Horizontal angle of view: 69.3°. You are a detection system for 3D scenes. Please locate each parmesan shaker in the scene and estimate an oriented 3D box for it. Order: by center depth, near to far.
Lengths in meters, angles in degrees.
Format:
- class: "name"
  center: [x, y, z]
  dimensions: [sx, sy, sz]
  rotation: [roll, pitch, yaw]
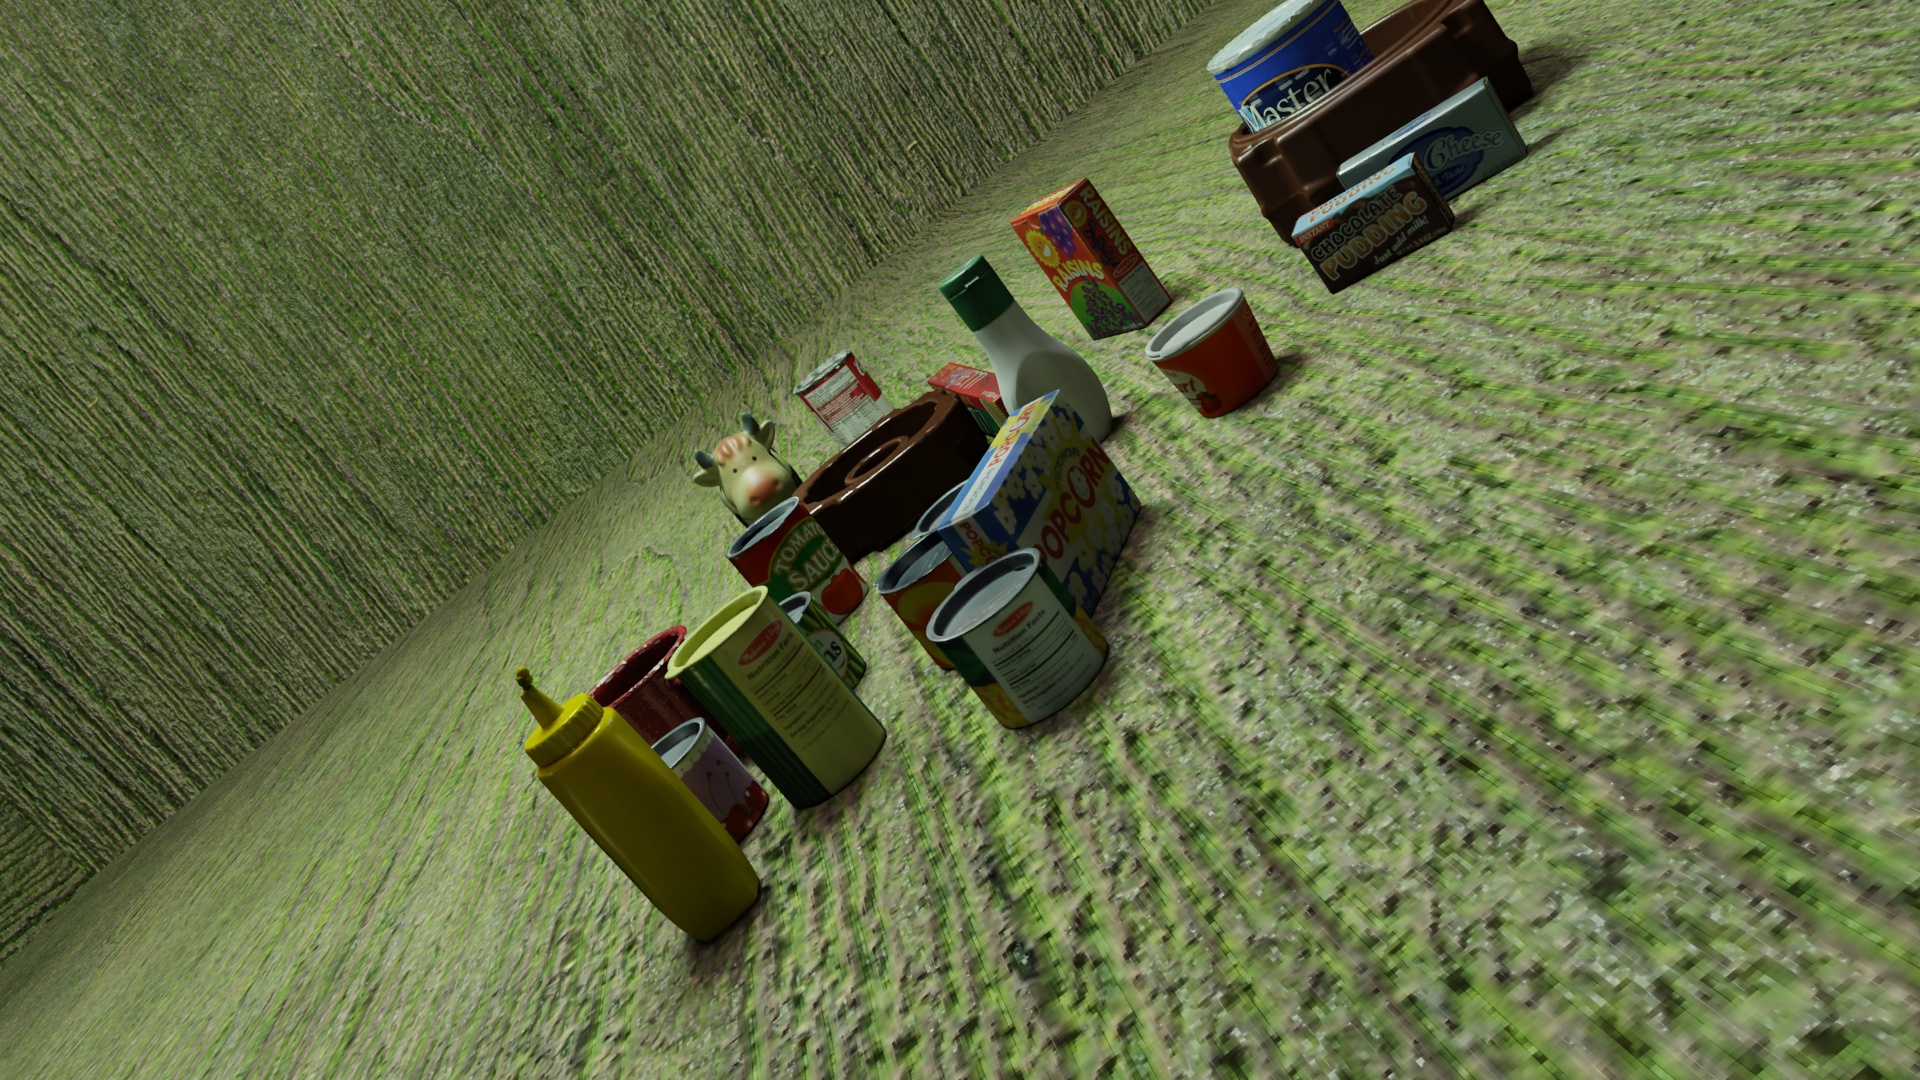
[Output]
- class: "parmesan shaker"
  center: [-0.099, 0.086, 0.739]
  dimensions: [0.071, 0.103, 0.071]
  rotation: [-35, 16, 12]

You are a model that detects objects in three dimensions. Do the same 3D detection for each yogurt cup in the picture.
- class: "yogurt cup"
  center: [0.153, -0.111, 0.833]
  dimensions: [0.072, 0.054, 0.072]
  rotation: [-35, 16, 12]

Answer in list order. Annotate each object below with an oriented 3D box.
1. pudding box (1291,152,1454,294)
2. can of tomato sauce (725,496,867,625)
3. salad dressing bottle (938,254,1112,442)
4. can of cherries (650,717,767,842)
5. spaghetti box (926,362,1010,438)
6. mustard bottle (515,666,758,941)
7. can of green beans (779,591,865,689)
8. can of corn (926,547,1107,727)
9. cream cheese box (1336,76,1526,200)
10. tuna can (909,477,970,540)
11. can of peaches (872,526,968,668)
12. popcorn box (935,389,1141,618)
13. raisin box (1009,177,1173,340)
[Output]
- class: "pudding box"
  center: [0.254, -0.196, 0.859]
  dimensions: [0.083, 0.049, 0.030]
  rotation: [-27, 19, 34]
- class: "can of tomato sauce"
  center: [-0.115, 0.021, 0.991]
  dimensions: [0.071, 0.083, 0.071]
  rotation: [-35, 16, 12]
- class: "salad dressing bottle"
  center: [0.043, -0.122, 0.931]
  dimensions: [0.064, 0.147, 0.044]
  rotation: [-38, 16, 0]
- class: "can of cherries"
  center: [-0.152, 0.144, 0.773]
  dimensions: [0.071, 0.058, 0.072]
  rotation: [-35, 16, 12]
- class: "spaghetti box"
  center: [0.021, -0.112, 1.127]
  dimensions: [0.029, 0.050, 0.250]
  rotation: [-39, 16, -4]
- class: "mustard bottle"
  center: [-0.164, 0.123, 0.673]
  dimensions: [0.049, 0.160, 0.065]
  rotation: [-41, 16, -11]
- class: "can of green beans"
  center: [-0.101, 0.075, 0.858]
  dimensions: [0.071, 0.057, 0.071]
  rotation: [-35, 16, 12]
- class: "can of corn"
  center: [0.027, 0.046, 0.662]
  dimensions: [0.071, 0.058, 0.071]
  rotation: [-35, 16, 12]
- class: "cream cheese box"
  center: [0.299, -0.242, 0.884]
  dimensions: [0.103, 0.053, 0.024]
  rotation: [-28, 18, 31]
- class: "tuna can"
  center: [0.003, -0.012, 0.918]
  dimensions: [0.071, 0.032, 0.071]
  rotation: [-35, 16, 12]
- class: "can of peaches"
  center: [-0.005, 0.030, 0.775]
  dimensions: [0.071, 0.058, 0.071]
  rotation: [-35, 16, 12]
- class: "popcorn box"
  center: [0.045, -0.013, 0.737]
  dimensions: [0.038, 0.085, 0.127]
  rotation: [-27, 19, 35]
- class: "raisin box"
  center: [0.105, -0.227, 1.132]
  dimensions: [0.040, 0.123, 0.086]
  rotation: [-43, 16, -17]
